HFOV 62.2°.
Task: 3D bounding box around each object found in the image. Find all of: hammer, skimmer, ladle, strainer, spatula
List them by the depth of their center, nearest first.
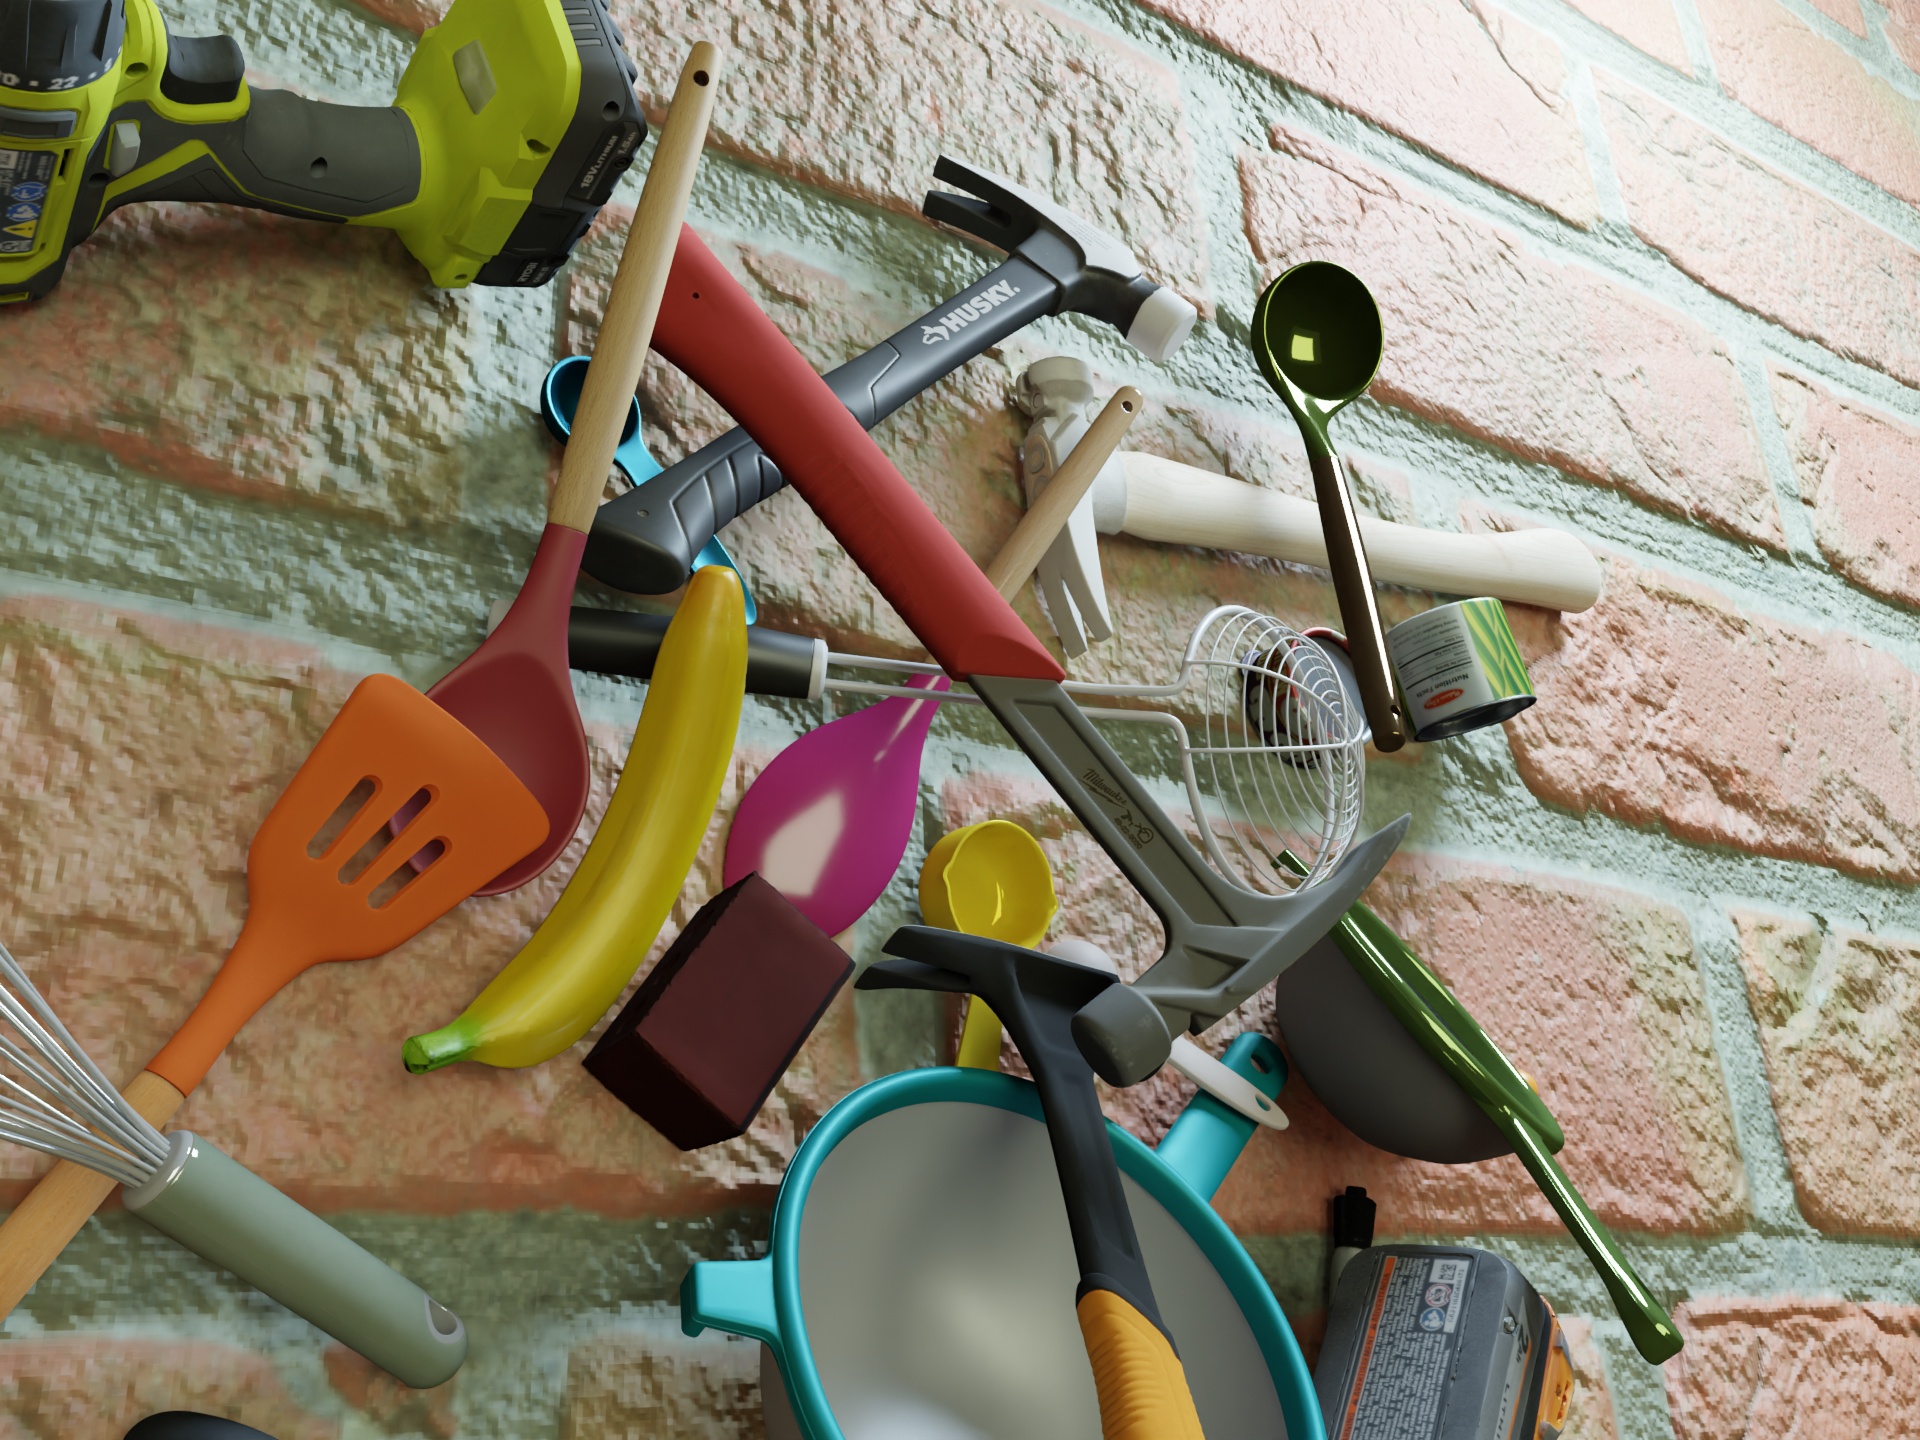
[{"bbox_3d":[-0.242,0.123,0.453,0.081,0.041,0.323,48,52,-22],"label":"spatula"},{"bbox_3d":[0.050,0.202,0.474,0.127,0.034,0.337,20,33,-28],"label":"hammer"},{"bbox_3d":[-0.133,-0.093,0.564,0.069,0.031,0.315,17,85,-22],"label":"ladle"},{"bbox_3d":[0.041,0.213,0.584,0.211,0.095,0.340,43,29,11],"label":"strainer"},{"bbox_3d":[0.002,-0.049,0.590,0.149,0.036,0.359,-35,81,-22],"label":"hammer"},{"bbox_3d":[-0.001,-0.002,0.641,0.363,0.090,0.127,7,70,-10],"label":"skimmer"},{"bbox_3d":[0.199,0.171,0.657,0.151,0.069,0.257,41,13,-28],"label":"strainer"},{"bbox_3d":[-0.040,-0.150,0.689,0.146,0.035,0.335,39,52,12],"label":"hammer"},{"bbox_3d":[0.188,-0.114,0.767,0.078,0.062,0.320,22,43,-21],"label":"ladle"},{"bbox_3d":[0.209,-0.088,0.857,0.410,0.038,0.146,5,68,-33],"label":"hammer"}]

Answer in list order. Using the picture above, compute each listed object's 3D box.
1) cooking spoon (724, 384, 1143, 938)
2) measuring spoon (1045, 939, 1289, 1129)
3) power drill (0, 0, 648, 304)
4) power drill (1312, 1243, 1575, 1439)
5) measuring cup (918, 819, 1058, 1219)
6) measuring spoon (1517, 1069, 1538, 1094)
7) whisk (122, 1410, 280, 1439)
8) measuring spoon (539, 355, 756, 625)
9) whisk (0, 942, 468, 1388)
[{"bbox_3d":[0.002,-0.038,0.681,0.068,0.017,0.319,40,62,-12],"label":"cooking spoon"},{"bbox_3d":[0.088,0.127,0.646,0.124,0.018,0.034,36,26,-6],"label":"measuring spoon"},{"bbox_3d":[-0.226,-0.211,0.523,0.228,0.190,0.080,-13,77,-42],"label":"power drill"},{"bbox_3d":[0.213,0.330,0.615,0.226,0.084,0.164,54,45,-25],"label":"power drill"},{"bbox_3d":[0.001,0.117,0.637,0.062,0.029,0.157,20,71,-36],"label":"measuring cup"},{"bbox_3d":[0.244,0.188,0.772,0.117,0.011,0.021,-4,72,-35],"label":"measuring spoon"},{"bbox_3d":[-0.101,0.248,0.420,0.284,0.070,0.070,19,54,10],"label":"whisk"},{"bbox_3d":[-0.127,-0.088,0.646,0.128,0.021,0.042,55,45,-13],"label":"measuring spoon"},{"bbox_3d":[-0.224,0.118,0.430,0.059,0.058,0.246,-40,120,0],"label":"whisk"}]
